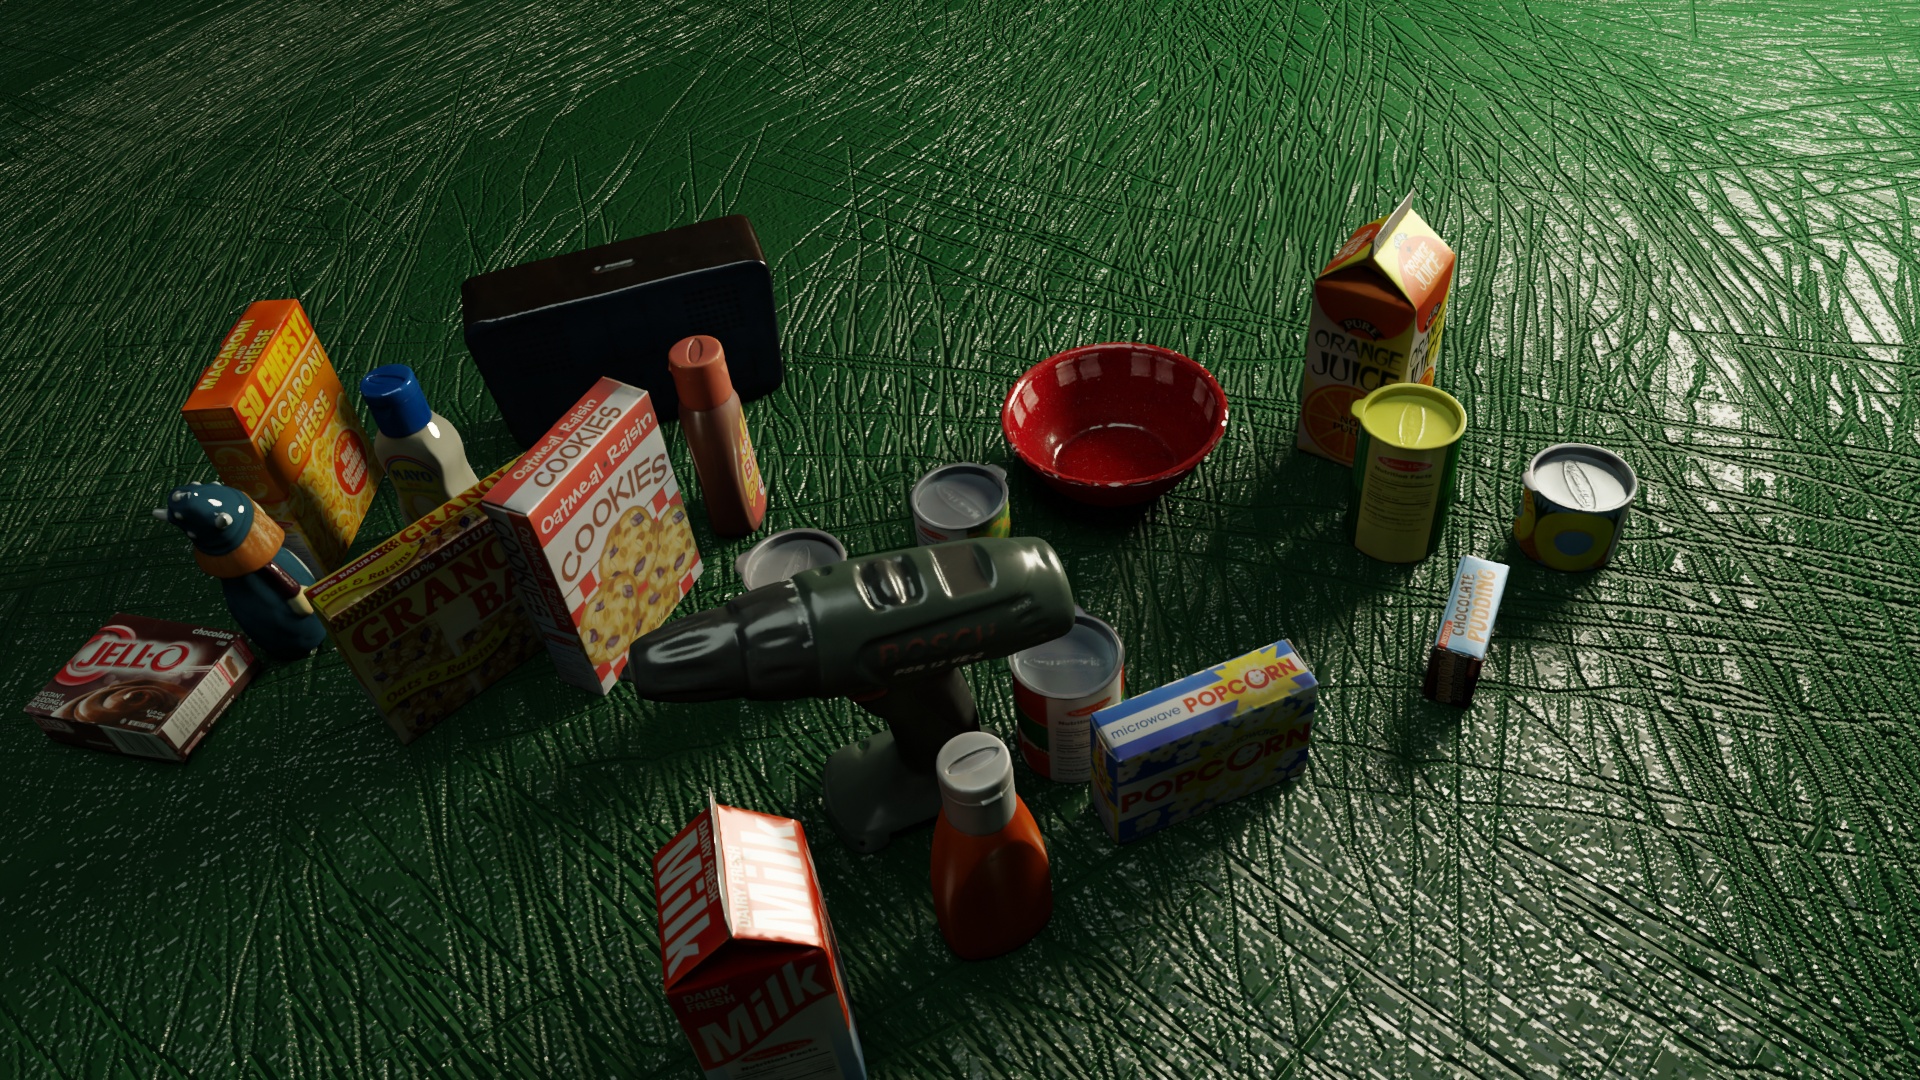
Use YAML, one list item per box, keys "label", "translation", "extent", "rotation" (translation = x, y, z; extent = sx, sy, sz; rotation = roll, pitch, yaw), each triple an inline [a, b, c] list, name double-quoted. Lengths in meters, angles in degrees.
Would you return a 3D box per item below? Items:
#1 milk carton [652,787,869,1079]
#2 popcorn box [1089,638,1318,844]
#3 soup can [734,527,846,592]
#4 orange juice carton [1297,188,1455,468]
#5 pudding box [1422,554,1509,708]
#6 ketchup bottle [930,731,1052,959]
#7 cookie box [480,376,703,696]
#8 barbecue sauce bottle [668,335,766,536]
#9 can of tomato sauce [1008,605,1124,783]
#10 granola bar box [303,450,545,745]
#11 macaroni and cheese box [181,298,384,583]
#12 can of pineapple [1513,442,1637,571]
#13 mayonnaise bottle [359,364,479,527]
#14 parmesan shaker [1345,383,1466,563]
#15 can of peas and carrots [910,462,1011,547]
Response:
- label: "milk carton"
  translation: [-0.096, 0.200, 0.658]
  extent: [0.073, 0.189, 0.073]
  rotation: [-14, 45, -6]
- label: "popcorn box"
  translation: [0.137, 0.115, 0.789]
  extent: [0.127, 0.084, 0.038]
  rotation: [-19, 46, -12]
- label: "soup can"
  translation: [-0.102, 0.044, 0.893]
  extent: [0.071, 0.083, 0.072]
  rotation: [-4, 45, 4]
- label: "orange juice carton"
  translation: [0.286, -0.143, 0.956]
  extent: [0.073, 0.191, 0.072]
  rotation: [23, 52, 27]
- label: "pudding box"
  translation: [0.311, 0.055, 0.854]
  extent: [0.030, 0.049, 0.084]
  rotation: [16, 49, 22]
- label: "ketchup bottle"
  translation: [0.013, 0.158, 0.716]
  extent: [0.065, 0.148, 0.044]
  rotation: [-23, 46, -15]
- label: "cookie box"
  translation: [-0.232, -0.002, 0.896]
  extent: [0.040, 0.166, 0.123]
  rotation: [15, 49, 21]
- label: "barbecue sauce bottle"
  translation: [-0.171, -0.074, 0.975]
  extent: [0.044, 0.147, 0.065]
  rotation: [-7, 44, 1]
- label: "can of tomato sauce"
  translation: [0.064, 0.092, 0.824]
  extent: [0.071, 0.082, 0.071]
  rotation: [-4, 45, 4]
- label: "granola bar box"
  translation: [-0.319, 0.036, 0.900]
  extent: [0.039, 0.123, 0.166]
  rotation: [31, 56, 33]
- label: "macaroni and cheese box"
  translation: [-0.481, -0.069, 0.996]
  extent: [0.040, 0.165, 0.124]
  rotation: [-3, 45, 4]
- label: "can of pineapple"
  translation: [0.402, -0.022, 0.915]
  extent: [0.071, 0.057, 0.071]
  rotation: [-4, 44, 4]
- label: "mayonnaise bottle"
  translation: [-0.380, -0.056, 0.984]
  extent: [0.065, 0.147, 0.041]
  rotation: [4, 46, 11]
- label: "parmesan shaker"
  translation: [0.290, -0.044, 0.919]
  extent: [0.071, 0.102, 0.072]
  rotation: [-4, 45, 4]
- label: "can of peas and carrots"
  translation: [0.003, -0.012, 0.954]
  extent: [0.071, 0.058, 0.071]
  rotation: [-4, 44, 4]
